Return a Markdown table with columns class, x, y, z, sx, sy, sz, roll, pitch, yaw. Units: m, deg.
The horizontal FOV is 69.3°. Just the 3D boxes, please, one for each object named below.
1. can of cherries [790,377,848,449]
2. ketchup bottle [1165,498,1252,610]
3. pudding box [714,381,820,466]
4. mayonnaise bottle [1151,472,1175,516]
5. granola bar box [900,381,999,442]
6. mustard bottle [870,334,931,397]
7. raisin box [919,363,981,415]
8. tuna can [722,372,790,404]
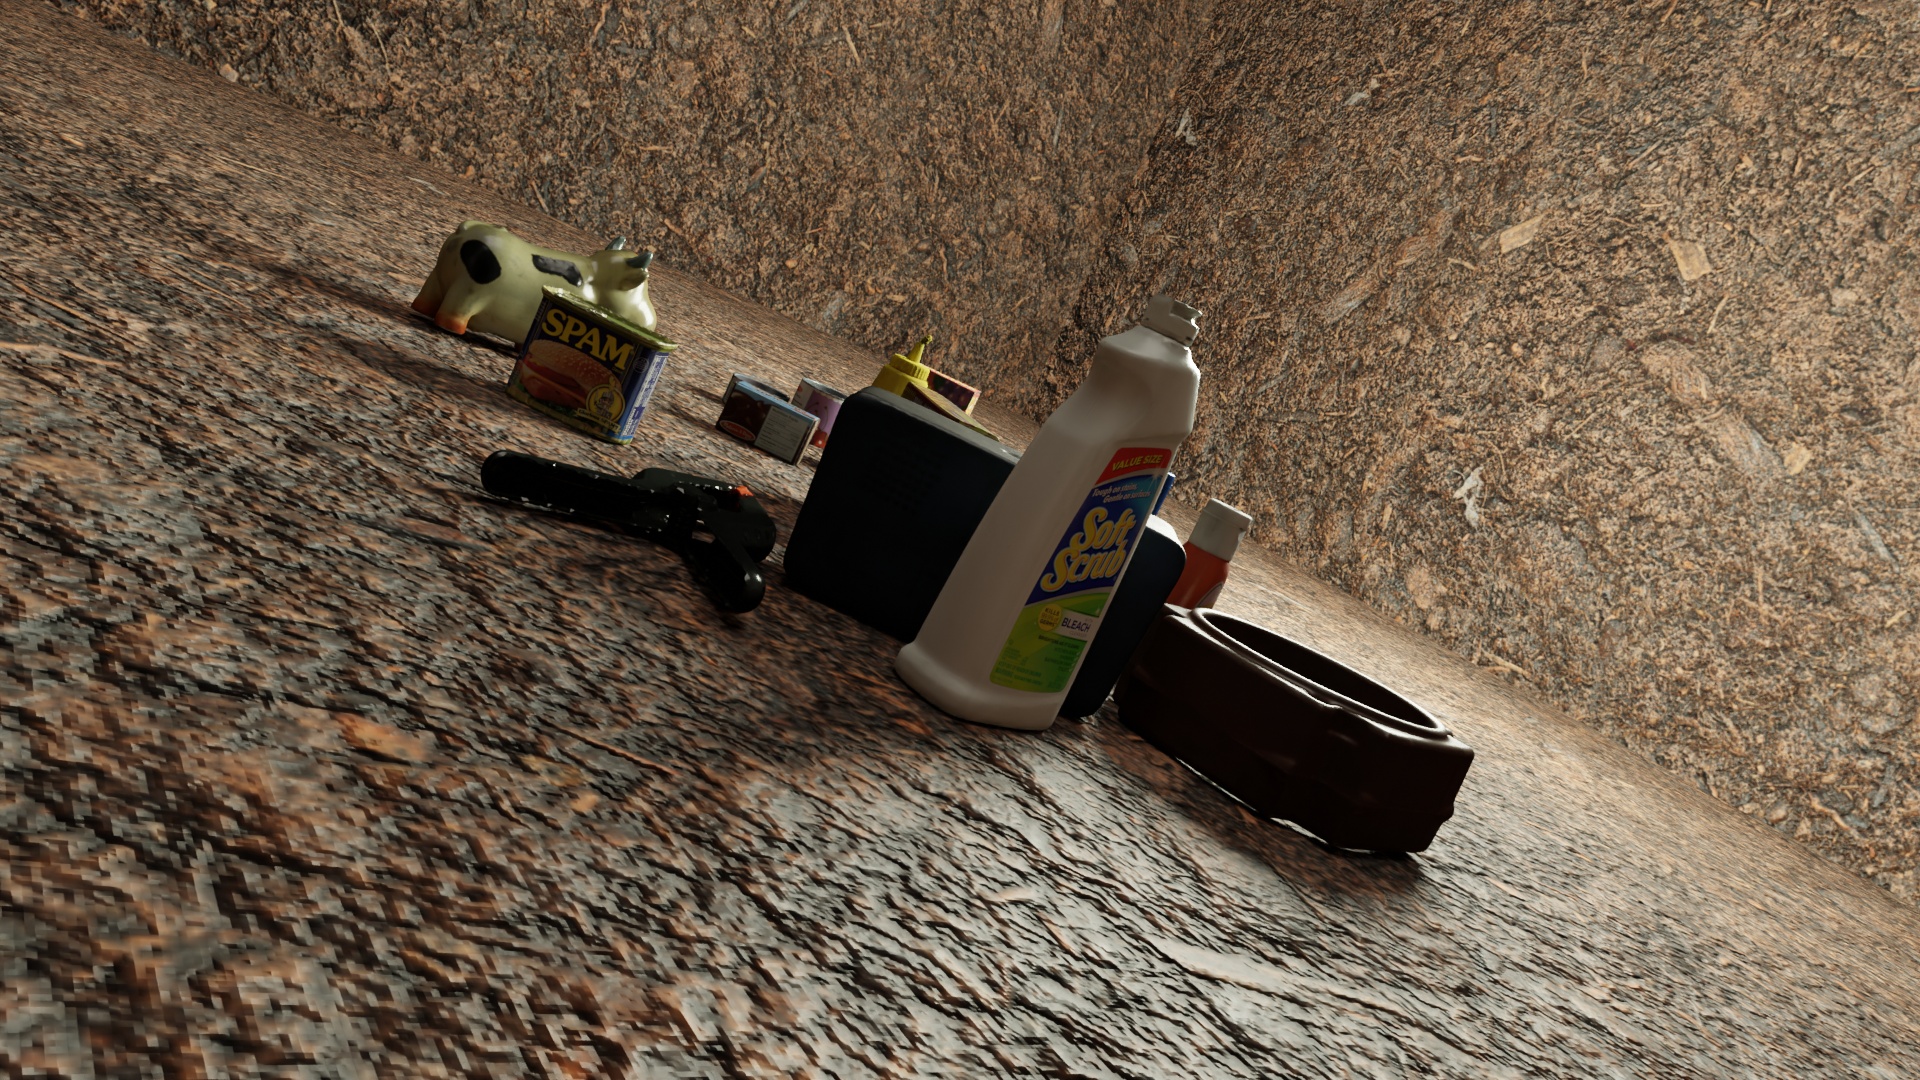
| class | x | y | z | sx | sy | sz | roll | pitch | yaw |
| --- | --- | --- | --- | --- | --- | --- | --- | --- | --- |
| can of cherries | -0.149 | -0.134 | 1.492 | 0.071 | 0.058 | 0.071 | 25 | 8 | -4 |
| ketchup bottle | 0.174 | 0.041 | 1.070 | 0.043 | 0.148 | 0.065 | 30 | 9 | 29 |
| pudding box | -0.179 | -0.109 | 1.291 | 0.084 | 0.049 | 0.030 | 25 | 8 | -1 |
| mayonnaise bottle | 0.132 | 0.004 | 1.171 | 0.041 | 0.148 | 0.065 | 22 | 9 | -22 |
| granola bar box | -0.034 | -0.051 | 1.108 | 0.039 | 0.124 | 0.166 | 22 | 9 | -21 |
| mustard bottle | -0.069 | -0.132 | 1.366 | 0.049 | 0.160 | 0.065 | 20 | 10 | -34 |
| raisin box | -0.043 | -0.126 | 1.530 | 0.086 | 0.123 | 0.040 | 26 | 8 | 7 |
| tuna can | -0.217 | -0.150 | 1.481 | 0.071 | 0.032 | 0.071 | 25 | 9 | -4 |
